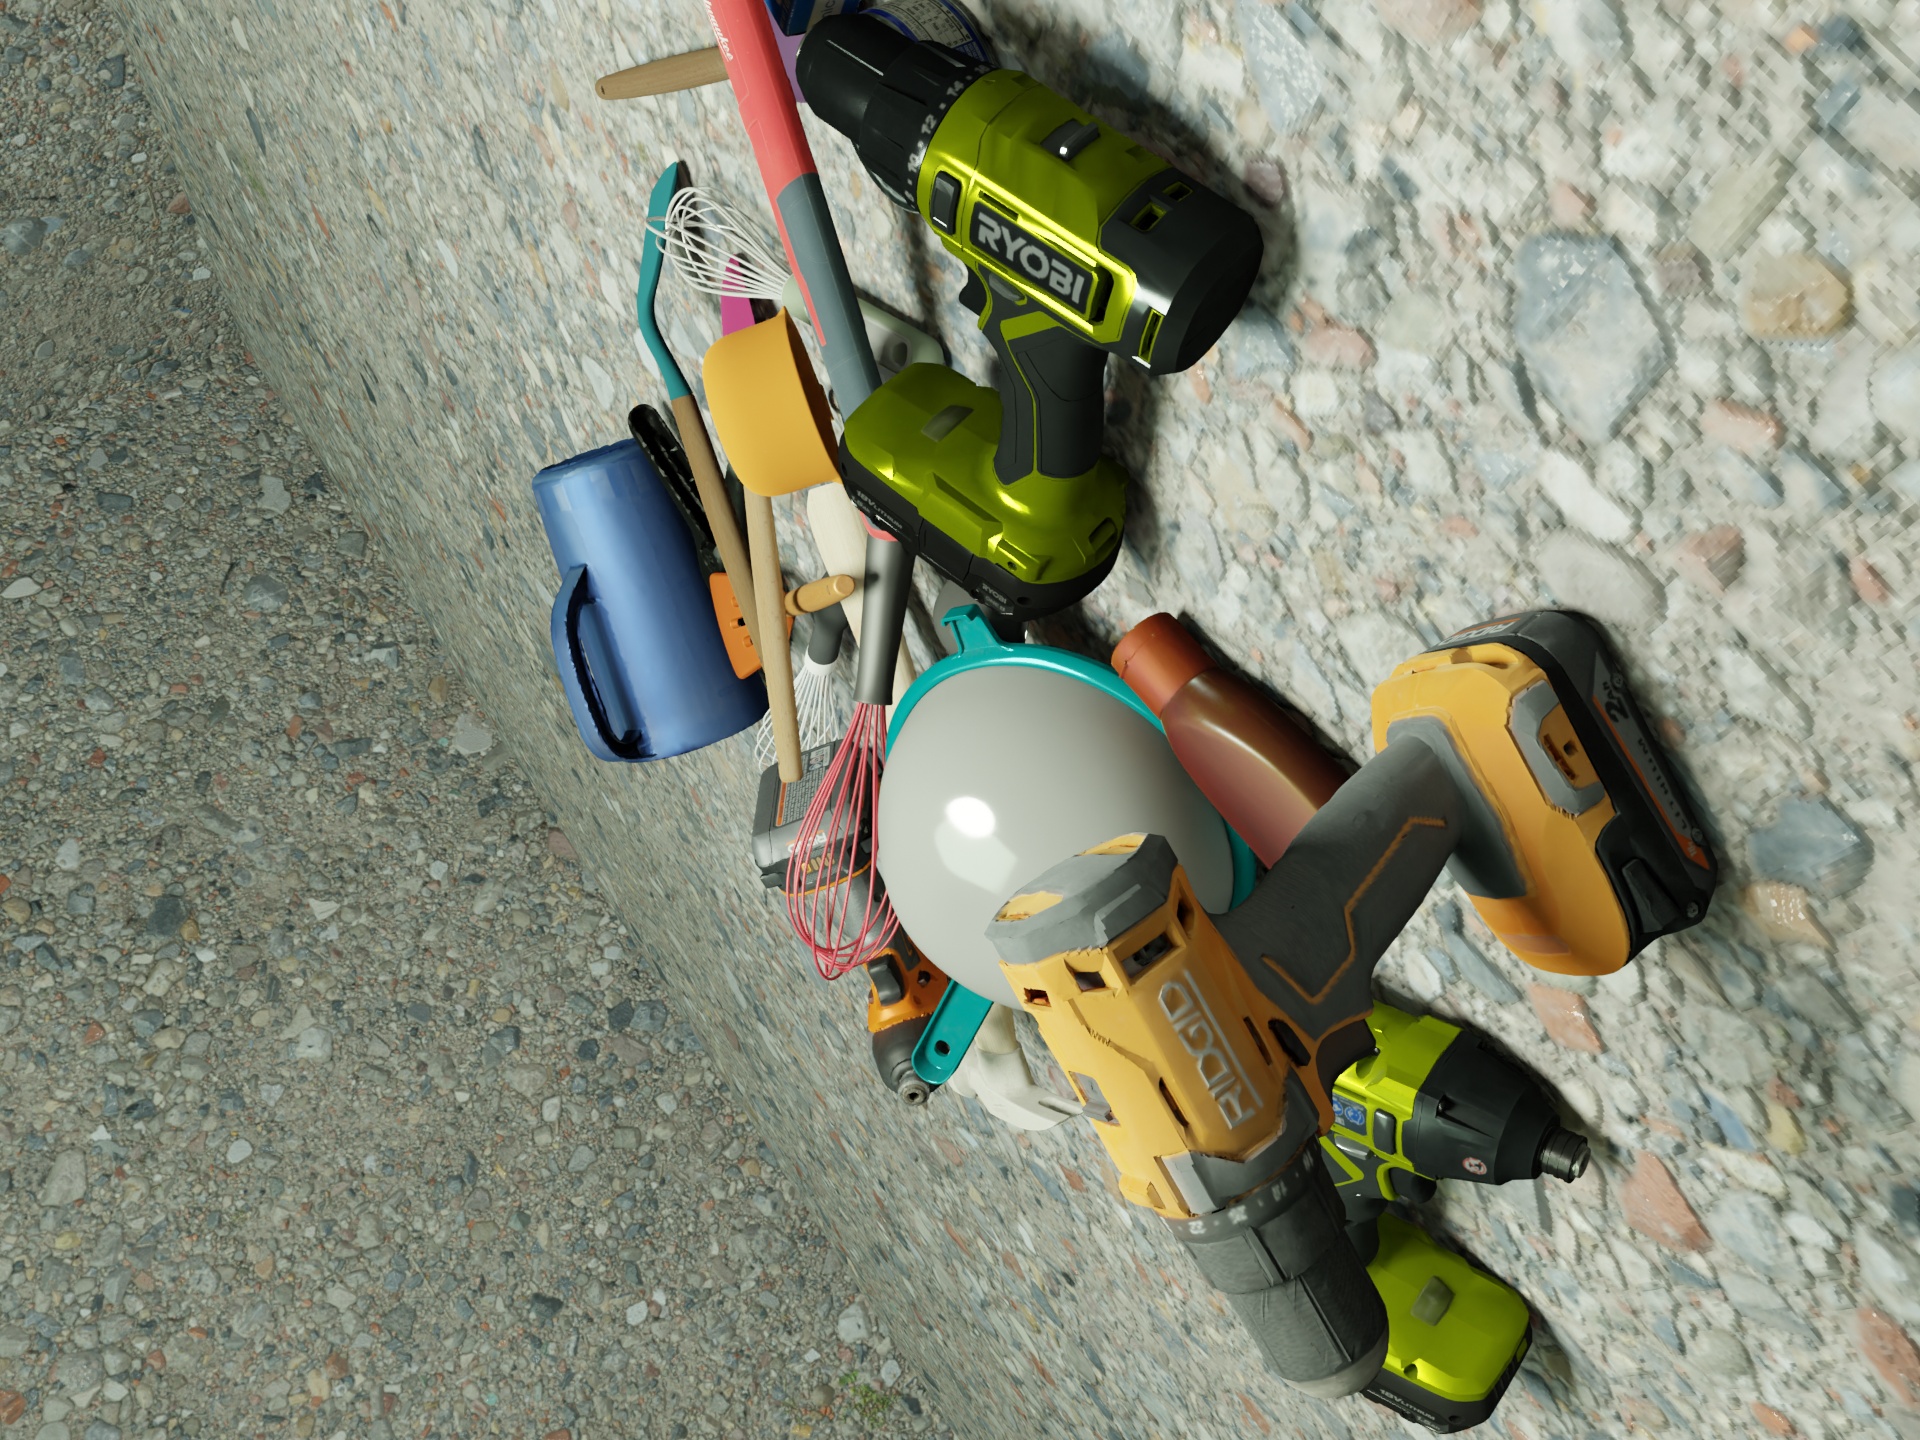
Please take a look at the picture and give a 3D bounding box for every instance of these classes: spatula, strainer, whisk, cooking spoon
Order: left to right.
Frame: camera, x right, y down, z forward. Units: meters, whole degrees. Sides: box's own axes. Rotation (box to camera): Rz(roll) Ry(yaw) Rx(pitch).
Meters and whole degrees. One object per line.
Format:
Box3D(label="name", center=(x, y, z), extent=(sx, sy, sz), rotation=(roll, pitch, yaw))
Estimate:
Box3D(label="spatula", center=(-0.155, -0.180, 0.997), extent=(0.082, 0.044, 0.317), rotation=(7, 115, 67))
Box3D(label="spatula", center=(-0.127, -0.342, 0.824), extent=(0.316, 0.018, 0.059), rotation=(23, 132, 54))
Box3D(label="cooking spoon", center=(-0.122, -0.120, 0.966), extent=(0.069, 0.017, 0.319), rotation=(-176, 79, -72))
Box3D(label="spatula", center=(-0.116, -0.073, 1.030), extent=(0.323, 0.041, 0.081), rotation=(-179, 73, -74))
Box3D(label="whisk", center=(-0.093, -0.235, 0.862), extent=(0.247, 0.059, 0.057), rotation=(37, 122, 36))
Box3D(label="whisk", center=(-0.105, -0.030, 1.147), extent=(0.070, 0.070, 0.284), rotation=(52, 152, 17))
Box3D(label="whisk", center=(-0.053, 0.008, 0.920), extent=(0.073, 0.073, 0.296), rotation=(19, 103, 59))
Box3D(label="strainer", center=(-0.001, -0.003, 0.866), extent=(0.087, 0.050, 0.258), rotation=(-104, 21, -47))
Box3D(label="strainer", center=(0.014, 0.117, 0.836), extent=(0.211, 0.095, 0.340), rotation=(33, 133, 10))

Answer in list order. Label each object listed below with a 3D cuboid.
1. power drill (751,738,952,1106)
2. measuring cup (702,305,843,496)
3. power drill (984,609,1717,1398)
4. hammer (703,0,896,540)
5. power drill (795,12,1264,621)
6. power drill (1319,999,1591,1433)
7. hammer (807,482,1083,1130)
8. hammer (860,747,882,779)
Box3D(label="power drill", center=(-0.062, 0.144, 1.079), extent=(0.164, 0.084, 0.226), rotation=(-96, -16, -65))
Box3D(label="measuring cup", center=(-0.099, -0.167, 0.863), extent=(0.174, 0.052, 0.095), rotation=(-93, -15, -81))
Box3D(label="power drill", center=(0.141, 0.087, 0.519), extent=(0.185, 0.226, 0.084), rotation=(61, 159, -5))
Box3D(label="hammer", center=(-0.068, -0.230, 0.700), extent=(0.143, 0.038, 0.385), rotation=(48, 163, 45))
Box3D(label="power drill", center=(0.010, -0.160, 0.651), extent=(0.191, 0.080, 0.228), rotation=(37, 152, 14))
Box3D(label="power drill", center=(0.206, 0.228, 0.755), extent=(0.171, 0.080, 0.223), rotation=(19, 135, 37))
Box3D(label="hammer", center=(-0.014, 0.052, 0.975), extent=(0.146, 0.038, 0.410), rotation=(-2, 106, 64))
Box3D(label="hammer", center=(0.013, 0.058, 1.027), extent=(0.149, 0.036, 0.409), rotation=(58, 158, -1))
